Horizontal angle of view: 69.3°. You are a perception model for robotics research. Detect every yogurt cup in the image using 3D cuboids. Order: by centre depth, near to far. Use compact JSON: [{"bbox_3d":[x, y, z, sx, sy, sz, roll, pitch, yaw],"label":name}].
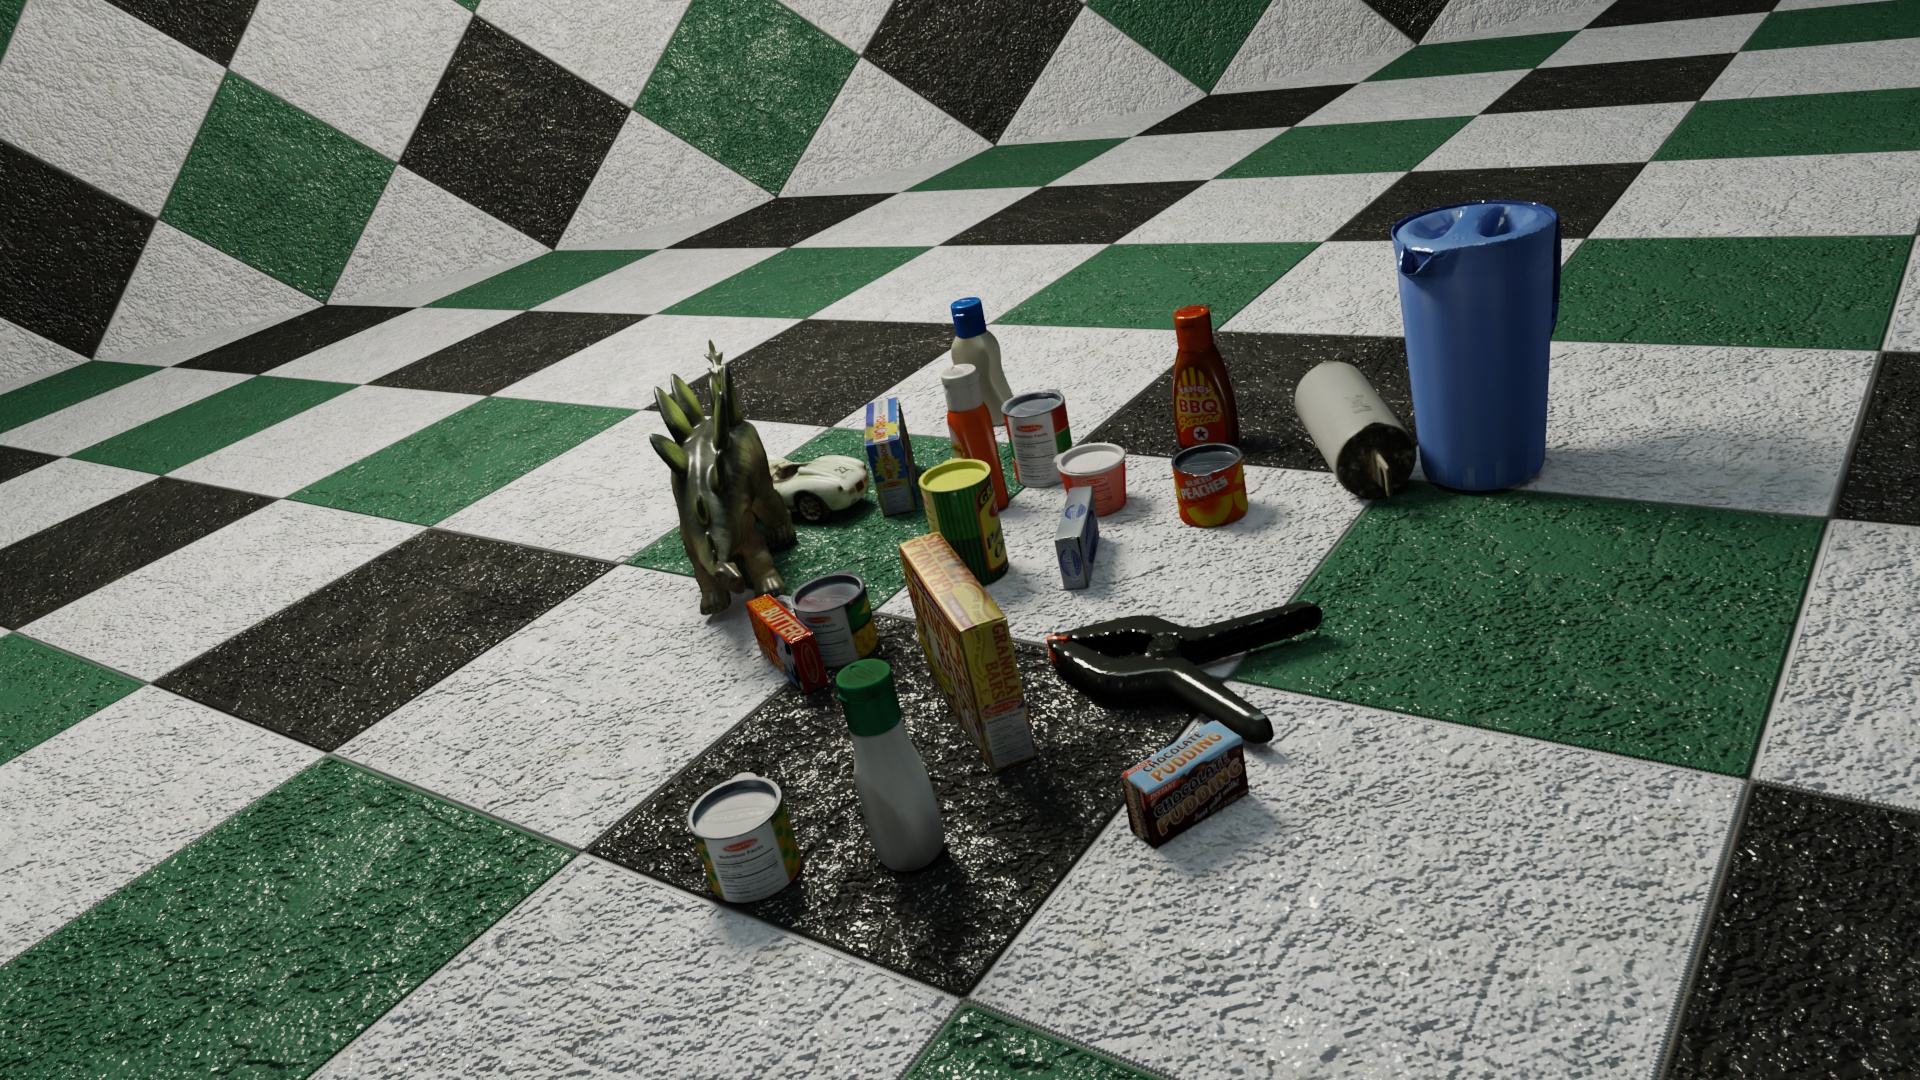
[{"bbox_3d":[0.133,-0.058,1.367,0.072,0.053,0.073,-10,26,5],"label":"yogurt cup"}]

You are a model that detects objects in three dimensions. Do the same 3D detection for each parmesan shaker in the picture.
[{"bbox_3d":[0.005,-0.016,1.283,0.071,0.102,0.071,-10,26,5],"label":"parmesan shaker"}]

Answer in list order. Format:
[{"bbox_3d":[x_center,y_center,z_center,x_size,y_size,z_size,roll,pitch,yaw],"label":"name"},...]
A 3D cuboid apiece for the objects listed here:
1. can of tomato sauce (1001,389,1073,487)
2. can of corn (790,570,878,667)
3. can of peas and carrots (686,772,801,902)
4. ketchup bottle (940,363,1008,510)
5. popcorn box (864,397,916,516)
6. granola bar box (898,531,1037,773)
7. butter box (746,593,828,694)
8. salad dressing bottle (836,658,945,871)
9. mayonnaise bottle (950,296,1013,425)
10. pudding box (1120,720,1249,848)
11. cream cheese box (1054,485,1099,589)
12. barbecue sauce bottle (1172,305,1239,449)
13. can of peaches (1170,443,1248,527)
[{"bbox_3d":[0.084,-0.107,1.452,0.071,0.082,0.071,-10,26,5],"label":"can of tomato sauce"},{"bbox_3d":[-0.108,0.068,1.215,0.071,0.058,0.071,-10,26,5],"label":"can of corn"},{"bbox_3d":[-0.148,0.205,0.959,0.071,0.058,0.071,-10,26,5],"label":"can of peas and carrots"},{"bbox_3d":[0.013,-0.104,1.403,0.043,0.148,0.065,-19,26,-13],"label":"ketchup bottle"},{"bbox_3d":[-0.074,-0.092,1.490,0.038,0.085,0.127,-11,26,3],"label":"popcorn box"},{"bbox_3d":[0.003,0.082,1.064,0.039,0.123,0.166,-18,26,-11],"label":"granola bar box"},{"bbox_3d":[-0.151,0.088,1.201,0.024,0.053,0.103,-24,28,-22],"label":"butter box"},{"bbox_3d":[-0.048,0.150,0.923,0.044,0.147,0.064,-28,30,-29],"label":"salad dressing bottle"},{"bbox_3d":[0.021,-0.206,1.606,0.065,0.147,0.041,3,30,30],"label":"mayonnaise bottle"},{"bbox_3d":[0.150,0.161,0.924,0.084,0.049,0.030,-25,28,-23],"label":"pudding box"},{"bbox_3d":[0.108,-0.003,1.268,0.024,0.053,0.104,-5,27,15],"label":"cream cheese box"},{"bbox_3d":[0.246,-0.165,1.423,0.065,0.148,0.044,3,30,29],"label":"barbecue sauce bottle"},{"bbox_3d":[0.233,-0.051,1.302,0.071,0.057,0.071,-10,26,5],"label":"can of peaches"}]
